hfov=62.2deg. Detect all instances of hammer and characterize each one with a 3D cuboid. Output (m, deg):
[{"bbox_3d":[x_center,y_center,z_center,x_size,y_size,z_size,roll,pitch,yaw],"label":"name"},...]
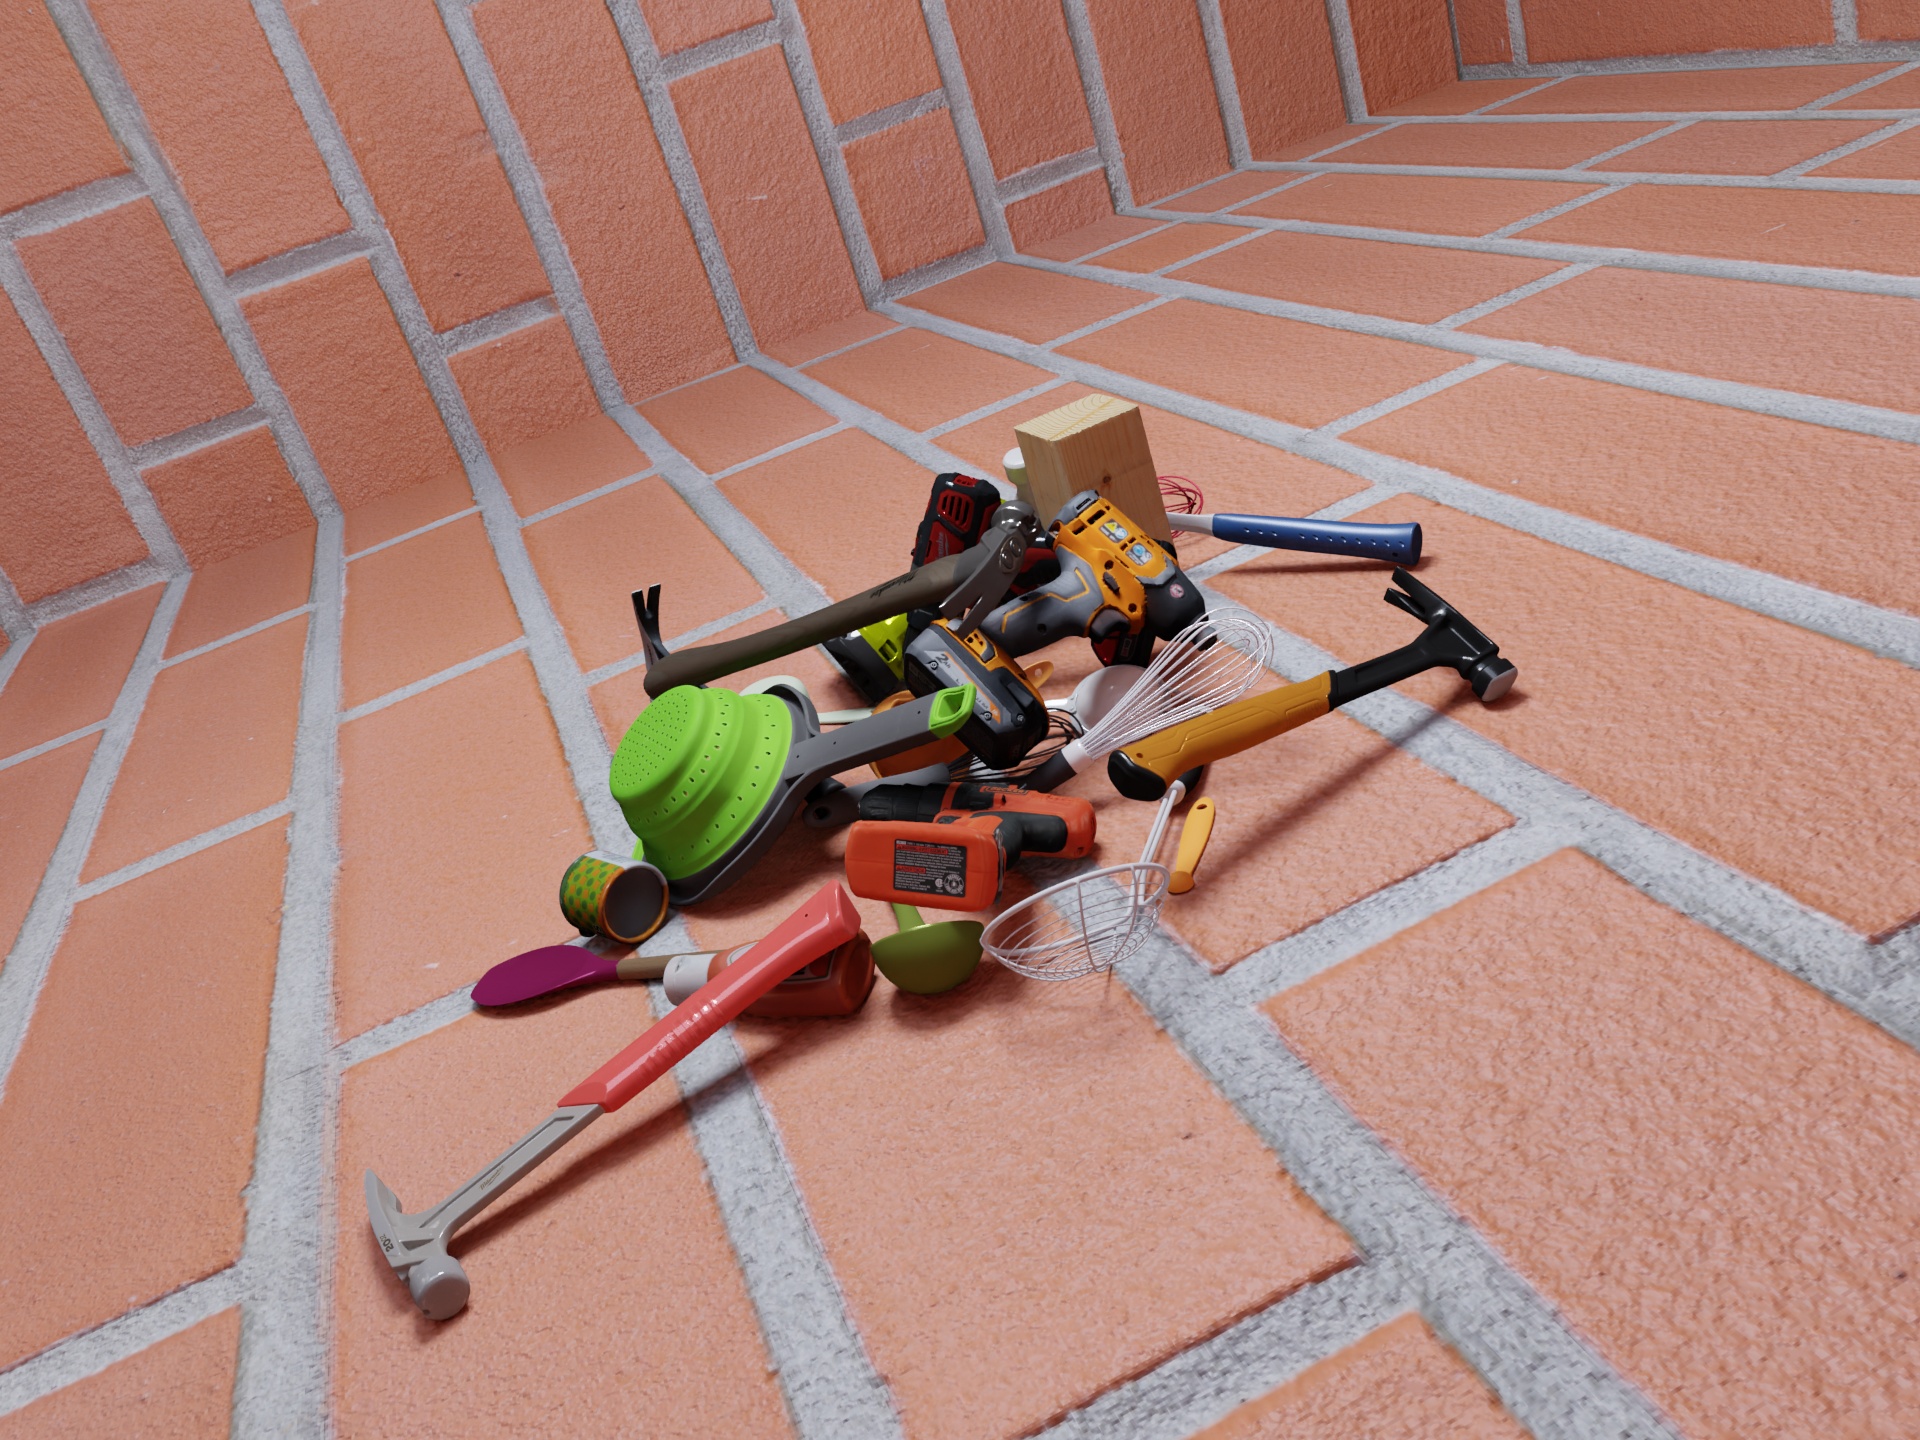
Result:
[{"bbox_3d":[-0.208,-0.006,1.459,0.036,0.149,0.409,-23,32,-25],"label":"hammer"},{"bbox_3d":[-0.122,-0.071,1.302,0.410,0.038,0.146,-16,29,38],"label":"hammer"},{"bbox_3d":[0.235,-0.183,1.521,0.406,0.143,0.035,10,51,30],"label":"hammer"},{"bbox_3d":[-0.216,0.223,1.031,0.359,0.036,0.149,-38,31,-17],"label":"hammer"},{"bbox_3d":[0.241,-0.019,1.138,0.337,0.034,0.127,-20,53,-27],"label":"hammer"}]

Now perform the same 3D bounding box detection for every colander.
[{"bbox_3d":[-0.157,0.018,1.237,0.397,0.094,0.205,-20,44,40],"label":"colander"}]

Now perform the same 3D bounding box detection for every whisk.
[{"bbox_3d":[0.116,-0.198,1.679,0.296,0.073,0.073,-12,25,26],"label":"whisk"},{"bbox_3d":[0.116,0.009,1.208,0.284,0.070,0.070,-35,23,10],"label":"whisk"},{"bbox_3d":[-0.013,0.042,1.272,0.239,0.055,0.055,-17,24,-12],"label":"whisk"}]

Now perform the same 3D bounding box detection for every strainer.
[{"bbox_3d":[0.066,-0.011,1.338,0.258,0.050,0.087,-8,47,17],"label":"strainer"}]

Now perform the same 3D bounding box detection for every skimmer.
[{"bbox_3d":[0.117,0.062,1.119,0.127,0.090,0.363,-39,10,34],"label":"skimmer"}]

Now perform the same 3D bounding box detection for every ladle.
[{"bbox_3d":[-0.049,0.112,1.176,0.078,0.062,0.320,-9,21,-11],"label":"ladle"}]

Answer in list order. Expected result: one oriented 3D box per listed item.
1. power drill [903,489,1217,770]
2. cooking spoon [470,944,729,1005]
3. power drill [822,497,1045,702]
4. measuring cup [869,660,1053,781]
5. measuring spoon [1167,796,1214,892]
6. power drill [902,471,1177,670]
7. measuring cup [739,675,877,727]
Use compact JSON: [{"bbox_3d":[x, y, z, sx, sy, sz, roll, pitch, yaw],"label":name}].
[{"bbox_3d":[0.085,-0.065,1.255,0.226,0.084,0.164,-40,72,-19],"label":"power drill"},{"bbox_3d":[-0.233,0.186,1.193,0.319,0.017,0.069,-8,28,22],"label":"cooking spoon"},{"bbox_3d":[-0.034,-0.132,1.542,0.228,0.080,0.191,-41,22,-3],"label":"power drill"},{"bbox_3d":[-0.002,-0.004,1.320,0.173,0.095,0.052,-33,18,-9],"label":"measuring cup"},{"bbox_3d":[0.164,0.085,1.132,0.021,0.011,0.117,-7,28,23],"label":"measuring spoon"},{"bbox_3d":[0.061,-0.102,1.395,0.226,0.187,0.080,16,19,5],"label":"power drill"},{"bbox_3d":[-0.144,-0.017,1.513,0.167,0.038,0.083,-3,29,31],"label":"measuring cup"}]
